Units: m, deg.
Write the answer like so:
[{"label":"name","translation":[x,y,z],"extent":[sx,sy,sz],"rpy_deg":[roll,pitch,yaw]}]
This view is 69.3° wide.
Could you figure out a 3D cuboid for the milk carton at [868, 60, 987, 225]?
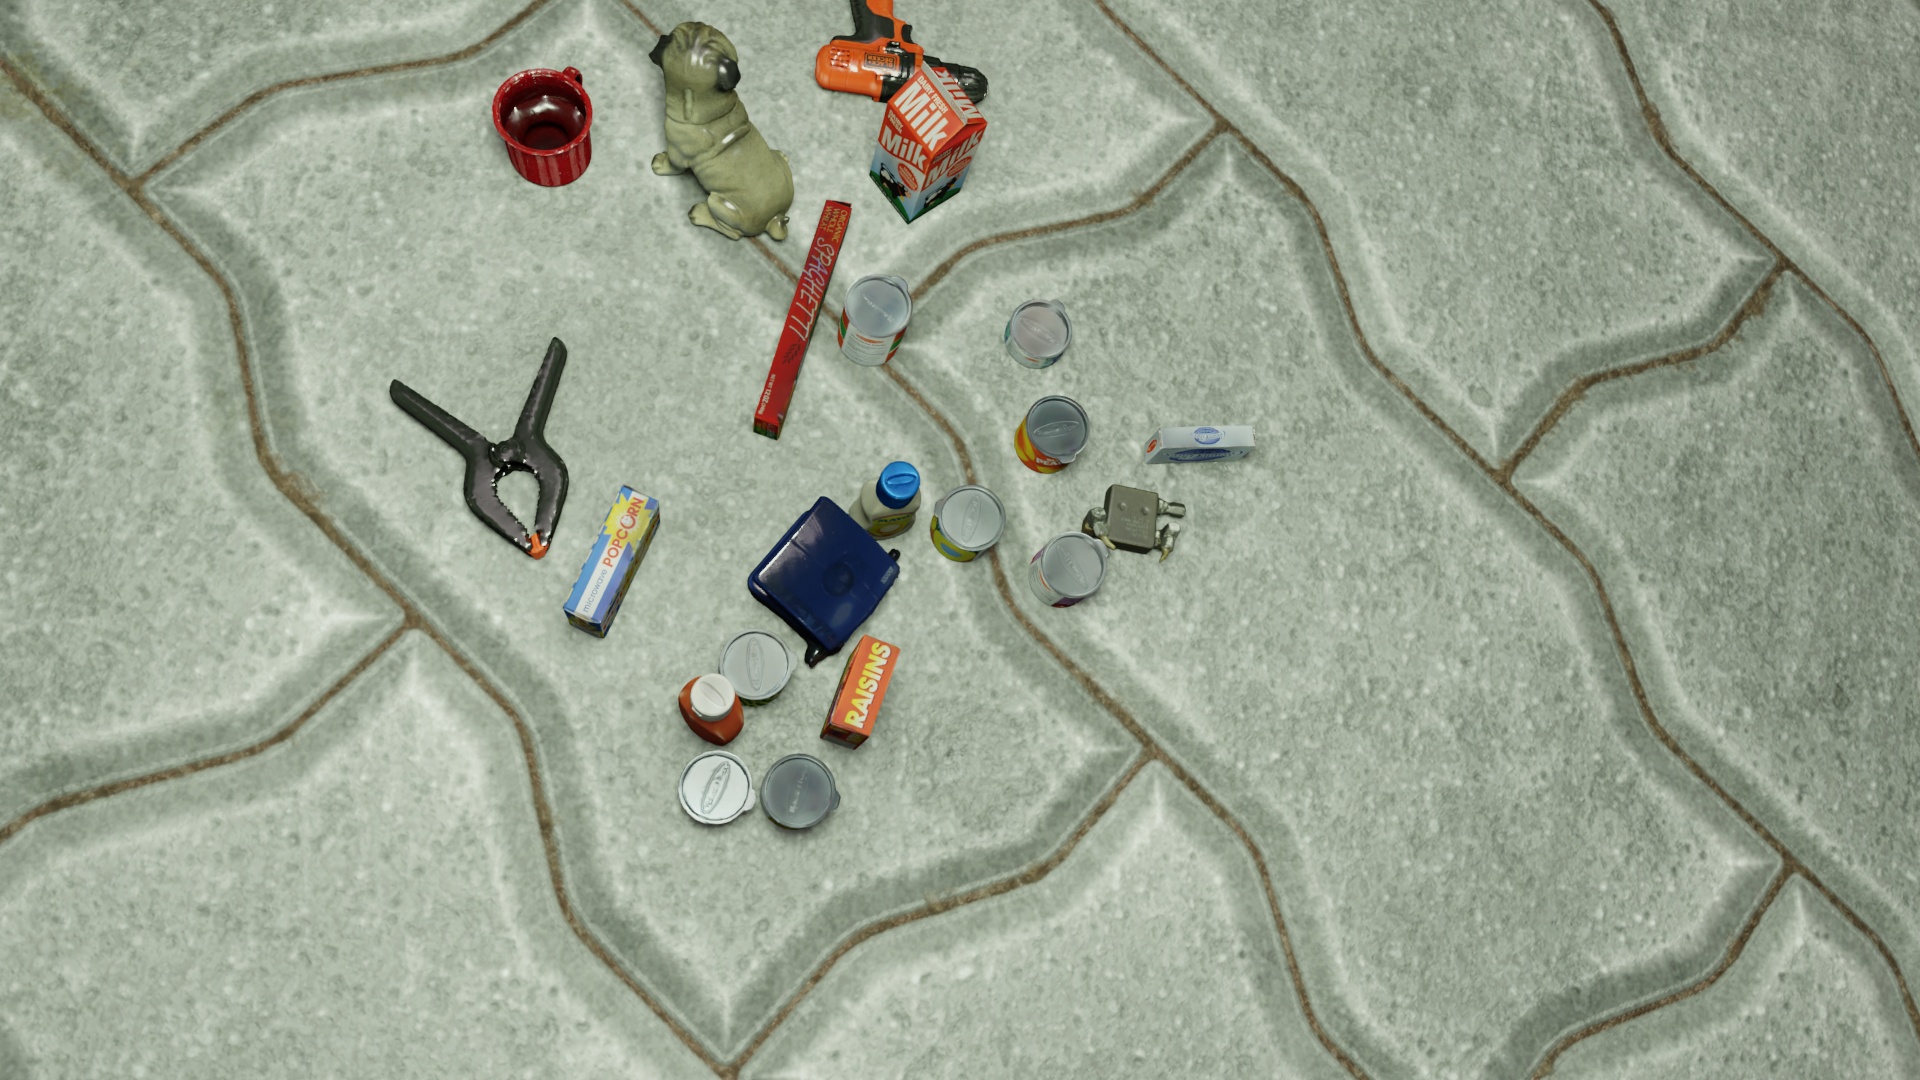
[{"label":"milk carton","translation":[-0.031,-0.398,1.379],"extent":[0.073,0.190,0.072],"rpy_deg":[-36,85,-17]}]

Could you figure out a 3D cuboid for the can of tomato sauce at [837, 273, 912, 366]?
[{"label":"can of tomato sauce","translation":[-0.085,-0.219,1.379],"extent":[0.071,0.083,0.071],"rpy_deg":[3,76,-10]}]

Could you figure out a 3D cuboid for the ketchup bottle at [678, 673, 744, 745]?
[{"label":"ketchup bottle","translation":[-0.220,0.146,1.226],"extent":[0.065,0.148,0.044],"rpy_deg":[43,73,2]}]

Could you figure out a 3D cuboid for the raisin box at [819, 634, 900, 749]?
[{"label":"raisin box","translation":[-0.093,0.140,1.265],"extent":[0.040,0.123,0.086],"rpy_deg":[22,73,-5]}]

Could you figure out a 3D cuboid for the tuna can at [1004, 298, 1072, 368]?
[{"label":"tuna can","translation":[0.081,-0.215,1.436],"extent":[0.071,0.032,0.071],"rpy_deg":[3,76,-10]}]

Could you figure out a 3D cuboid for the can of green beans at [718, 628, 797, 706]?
[{"label":"can of green beans","translation":[-0.191,0.118,1.286],"extent":[0.071,0.057,0.071],"rpy_deg":[3,76,-10]}]

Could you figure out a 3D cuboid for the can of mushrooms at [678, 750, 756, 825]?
[{"label":"can of mushrooms","translation":[-0.221,0.227,1.265],"extent":[0.071,0.033,0.071],"rpy_deg":[3,76,-10]}]

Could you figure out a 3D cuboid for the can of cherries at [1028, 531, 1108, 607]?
[{"label":"can of cherries","translation":[0.107,0.029,1.366],"extent":[0.071,0.058,0.071],"rpy_deg":[3,76,-10]}]

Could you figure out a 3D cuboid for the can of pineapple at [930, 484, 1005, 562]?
[{"label":"can of pineapple","translation":[0.005,-0.017,1.358],"extent":[0.071,0.057,0.071],"rpy_deg":[3,76,-10]}]

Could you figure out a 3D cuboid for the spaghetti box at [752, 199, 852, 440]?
[{"label":"spaghetti box","translation":[-0.157,-0.222,1.383],"extent":[0.029,0.050,0.251],"rpy_deg":[17,73,-6]}]

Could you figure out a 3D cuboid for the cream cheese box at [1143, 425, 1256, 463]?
[{"label":"cream cheese box","translation":[0.245,-0.099,1.428],"extent":[0.104,0.053,0.024],"rpy_deg":[-2,77,-11]}]

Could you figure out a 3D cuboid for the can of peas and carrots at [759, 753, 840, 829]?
[{"label":"can of peas and carrots","translation":[-0.147,0.230,1.266],"extent":[0.071,0.058,0.071],"rpy_deg":[3,76,-10]}]

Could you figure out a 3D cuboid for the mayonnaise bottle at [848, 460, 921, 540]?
[{"label":"mayonnaise bottle","translation":[-0.067,-0.037,1.302],"extent":[0.065,0.147,0.041],"rpy_deg":[-10,79,-13]}]

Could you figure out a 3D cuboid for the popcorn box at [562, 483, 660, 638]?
[{"label":"popcorn box","translation":[-0.318,0.021,1.272],"extent":[0.038,0.085,0.127],"rpy_deg":[23,73,-5]}]

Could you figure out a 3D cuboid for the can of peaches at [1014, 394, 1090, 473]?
[{"label":"can of peaches","translation":[0.092,-0.104,1.397],"extent":[0.071,0.058,0.071],"rpy_deg":[3,76,-10]}]
